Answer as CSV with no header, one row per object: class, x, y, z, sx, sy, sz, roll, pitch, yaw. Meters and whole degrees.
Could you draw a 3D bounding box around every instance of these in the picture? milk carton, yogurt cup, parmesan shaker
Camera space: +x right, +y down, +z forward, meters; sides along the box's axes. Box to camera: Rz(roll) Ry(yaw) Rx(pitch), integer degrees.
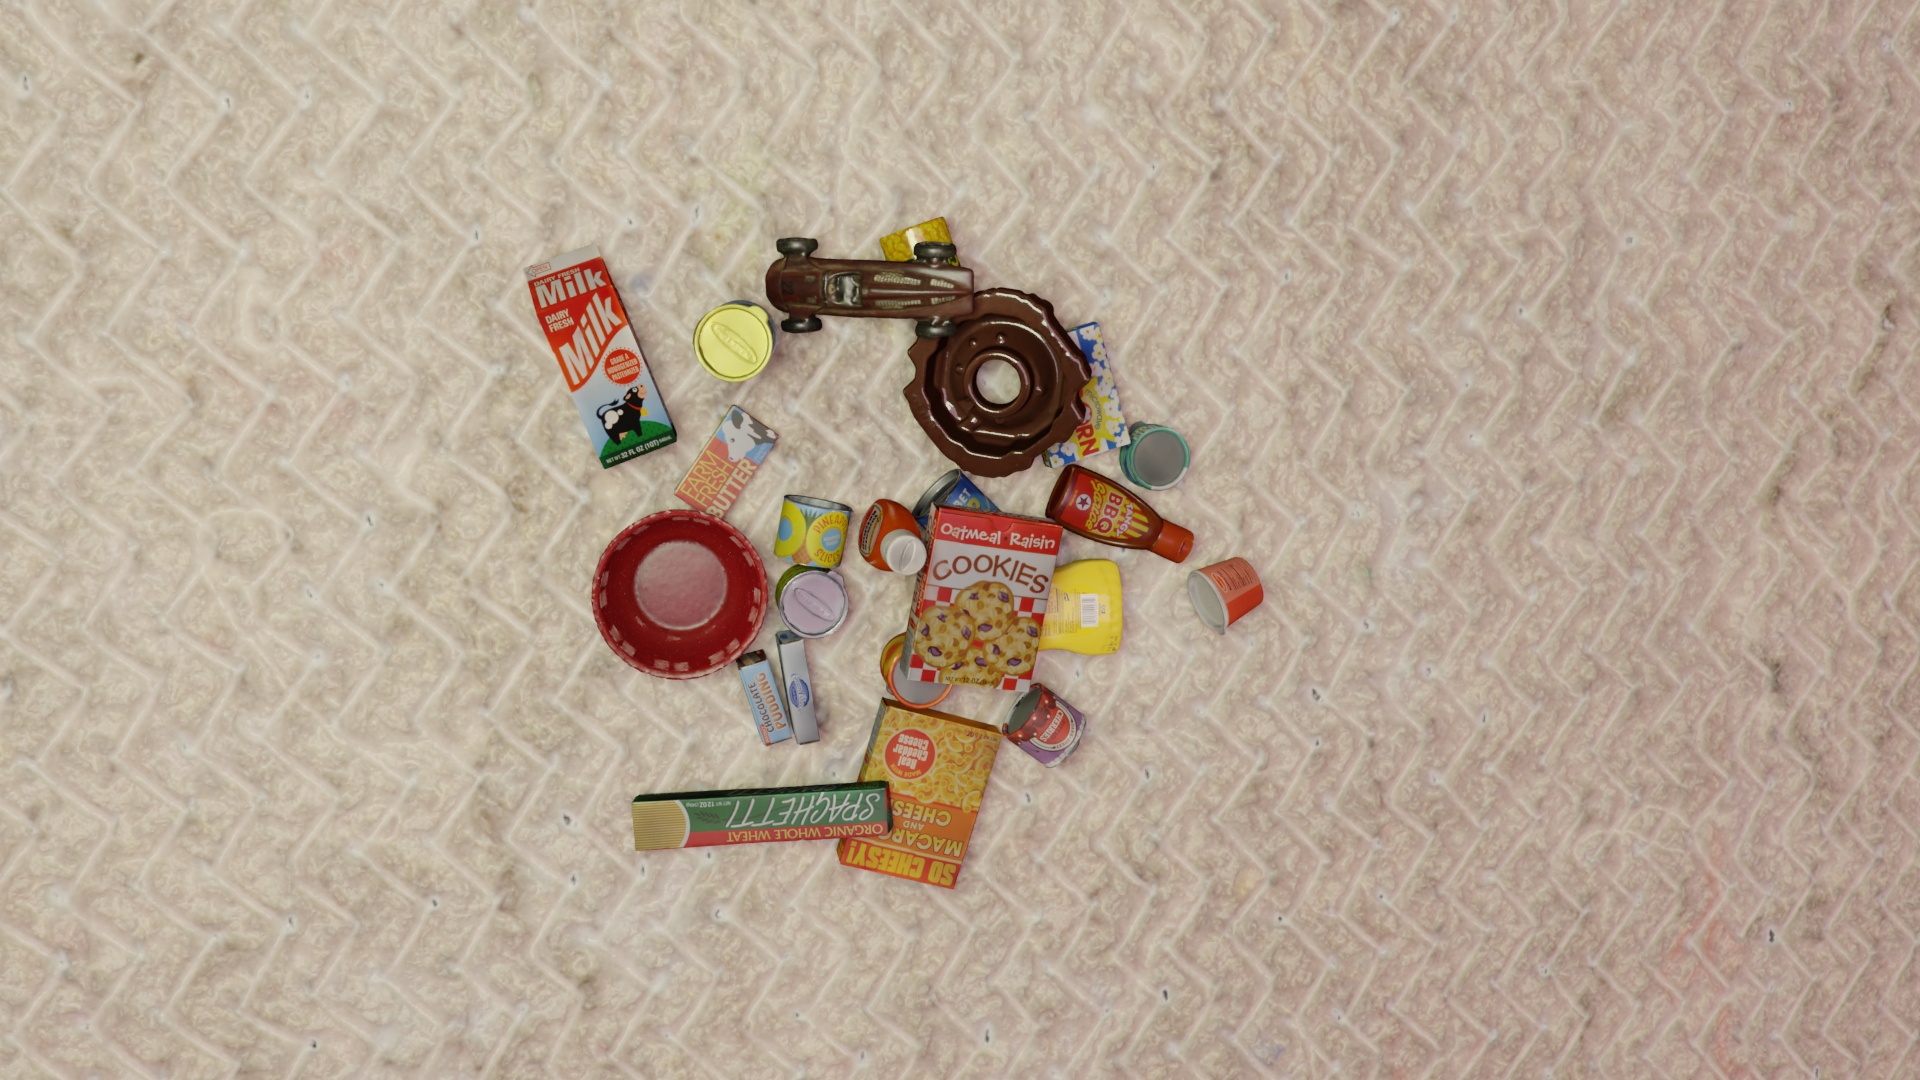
milk carton,-0.326,-0.167,1.258,0.072,0.073,0.190,-22,102,-7
yogurt cup,0.272,0.052,1.419,0.054,0.072,0.072,-25,103,-15
parmesan shaker,-0.201,-0.177,1.231,0.071,0.103,0.071,-2,99,-11

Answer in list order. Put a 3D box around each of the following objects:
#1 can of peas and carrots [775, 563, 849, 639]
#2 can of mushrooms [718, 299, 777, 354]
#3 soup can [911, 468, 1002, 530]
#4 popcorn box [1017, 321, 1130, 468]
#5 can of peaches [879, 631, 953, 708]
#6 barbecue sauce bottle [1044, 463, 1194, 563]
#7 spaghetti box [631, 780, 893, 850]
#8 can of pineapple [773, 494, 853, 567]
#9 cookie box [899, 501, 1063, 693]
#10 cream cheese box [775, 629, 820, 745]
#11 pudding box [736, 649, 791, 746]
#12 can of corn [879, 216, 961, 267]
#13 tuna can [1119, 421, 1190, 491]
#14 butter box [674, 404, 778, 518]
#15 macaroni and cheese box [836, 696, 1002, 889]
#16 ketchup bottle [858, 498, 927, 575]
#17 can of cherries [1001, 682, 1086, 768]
can of peas and carrots,-0.142,0.054,1.335,0.071,0.059,0.071,-2,98,-12
can of mushrooms,-0.206,-0.189,1.300,0.071,0.033,0.071,-2,98,-12
soup can,0.005,-0.017,1.347,0.071,0.071,0.083,-46,107,-2
popcorn box,0.109,-0.143,1.368,0.085,0.038,0.126,-18,101,-8
can of peaches,-0.044,0.129,1.367,0.071,0.058,0.071,-2,98,-12
barbecue sauce bottle,0.162,-0.021,1.395,0.148,0.044,0.065,23,92,-14
spaghetti box,-0.192,0.266,1.348,0.250,0.029,0.050,-3,96,0
can of pineapple,-0.140,-0.008,1.321,0.071,0.071,0.057,10,97,-13
cookie box,0.019,0.054,1.310,0.123,0.040,0.167,8,102,-16
cream cheese box,-0.158,0.141,1.347,0.024,0.053,0.103,-10,100,-12
pudding box,-0.191,0.152,1.344,0.030,0.050,0.083,-18,101,-10
can of corn,-0.036,-0.267,1.304,0.071,0.071,0.058,-21,101,-8
tuna can,0.195,-0.086,1.397,0.071,0.033,0.071,-2,99,-12
butter box,-0.222,-0.073,1.318,0.053,0.024,0.103,34,90,-14
macaroni and cheese box,-0.042,0.254,1.394,0.124,0.040,0.166,16,94,-12
ketchup bottle,-0.062,0.001,1.298,0.043,0.149,0.064,17,95,-15
can of cherries,0.084,0.185,1.394,0.058,0.071,0.071,38,90,-14
